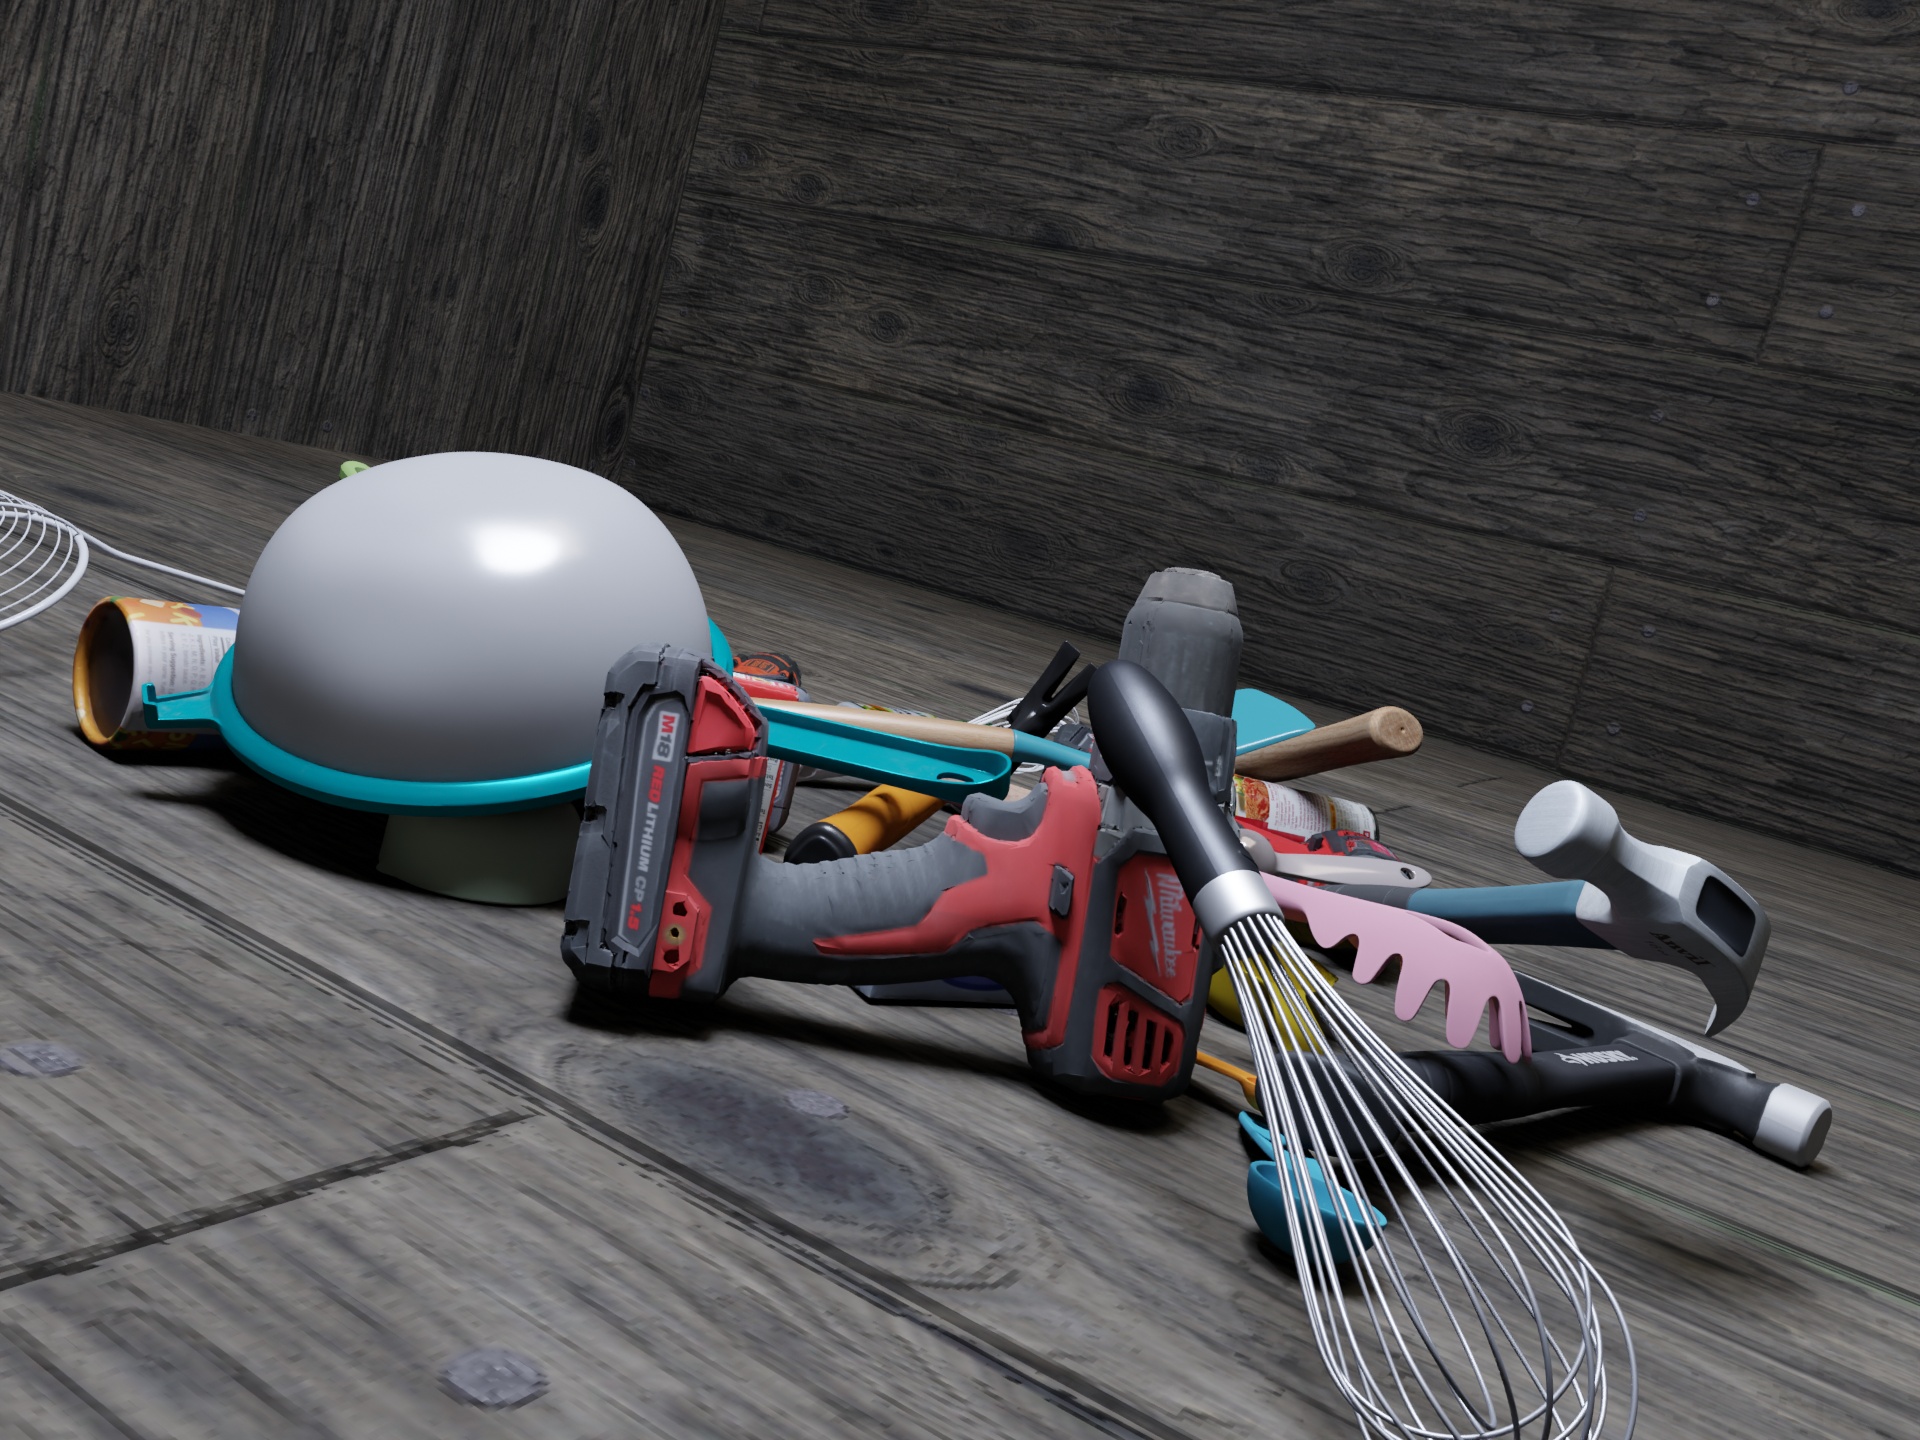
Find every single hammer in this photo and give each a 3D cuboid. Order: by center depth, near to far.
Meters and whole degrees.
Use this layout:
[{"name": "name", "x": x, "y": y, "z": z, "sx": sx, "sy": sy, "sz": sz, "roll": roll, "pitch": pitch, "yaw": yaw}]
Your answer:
[{"name": "hammer", "x": 0.222, "y": 0.143, "z": 0.639, "sx": 0.334, "sy": 0.035, "sz": 0.146, "roll": 10, "pitch": 9, "yaw": -45}, {"name": "hammer", "x": 0.188, "y": 0.081, "z": 0.662, "sx": 0.128, "sy": 0.033, "sz": 0.331, "roll": 32, "pitch": -16, "yaw": -14}, {"name": "hammer", "x": -0.008, "y": 0.031, "z": 0.847, "sx": 0.034, "sy": 0.127, "sz": 0.337, "roll": 44, "pitch": 19, "yaw": 6}, {"name": "hammer", "x": 0.197, "y": 0.031, "z": 1.053, "sx": 0.130, "sy": 0.031, "sz": 0.331, "roll": 15, "pitch": -13, "yaw": -16}]

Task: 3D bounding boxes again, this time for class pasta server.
[{"name": "pasta server", "x": 0.082, "y": 0.064, "z": 0.653, "sx": 0.316, "sy": 0.040, "sz": 0.060, "roll": 18, "pitch": 0, "yaw": 35}]

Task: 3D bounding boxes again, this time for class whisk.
[{"name": "whisk", "x": 0.089, "y": 0.078, "z": 0.434, "sx": 0.070, "sy": 0.070, "sz": 0.285, "roll": 10, "pitch": 37, "yaw": -28}, {"name": "whisk", "x": -0.015, "y": 0.017, "z": 1.032, "sx": 0.246, "sy": 0.057, "sz": 0.059, "roll": -6, "pitch": 42, "yaw": -38}]

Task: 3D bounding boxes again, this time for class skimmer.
[{"name": "skimmer", "x": -0.447, "y": -0.053, "z": 0.891, "sx": 0.127, "sy": 0.090, "sz": 0.363, "roll": 21, "pitch": 0, "yaw": 23}]

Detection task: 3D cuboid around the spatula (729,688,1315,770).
[{"name": "spatula", "x": -0.001, "y": -0.002, "z": 0.720, "sx": 0.317, "sy": 0.044, "sz": 0.082, "roll": 6, "pitch": 13, "yaw": -14}]

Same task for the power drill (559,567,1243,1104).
[{"name": "power drill", "x": -0.010, "y": 0.026, "z": 0.556, "sx": 0.226, "sy": 0.188, "sz": 0.080, "roll": 10, "pitch": -2, "yaw": -6}]

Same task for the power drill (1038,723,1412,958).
[{"name": "power drill", "x": 0.147, "y": 0.075, "z": 0.899, "sx": 0.219, "sy": 0.078, "sz": 0.143, "roll": 18, "pitch": 8, "yaw": 5}]

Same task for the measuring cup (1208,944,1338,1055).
[{"name": "measuring cup", "x": 0.134, "y": 0.133, "z": 0.661, "sx": 0.062, "sy": 0.029, "sz": 0.157, "roll": 15, "pitch": 17, "yaw": -4}]

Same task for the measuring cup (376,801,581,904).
[{"name": "measuring cup", "x": -0.218, "y": 0.030, "z": 0.666, "sx": 0.083, "sy": 0.038, "sz": 0.168, "roll": 7, "pitch": 13, "yaw": -44}]

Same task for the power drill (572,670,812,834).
[{"name": "power drill", "x": -0.162, "y": -0.002, "z": 0.864, "sx": 0.164, "sy": 0.084, "sz": 0.227, "roll": 11, "pitch": 5, "yaw": -28}]

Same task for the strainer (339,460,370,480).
[{"name": "strainer", "x": -0.356, "y": -0.088, "z": 1.022, "sx": 0.151, "sy": 0.069, "sz": 0.257, "roll": 4, "pitch": 28, "yaw": -43}]

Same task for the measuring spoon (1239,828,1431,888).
[{"name": "measuring spoon", "x": 0.191, "y": 0.072, "z": 0.825, "sx": 0.124, "sy": 0.018, "sz": 0.034, "roll": 7, "pitch": 43, "yaw": -14}]

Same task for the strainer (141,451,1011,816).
[{"name": "strainer", "x": -0.140, "y": -0.042, "z": 0.637, "sx": 0.340, "sy": 0.095, "sz": 0.211, "roll": 13, "pitch": 32, "yaw": 15}]

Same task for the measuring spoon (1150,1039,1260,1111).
[{"name": "measuring spoon", "x": 0.078, "y": 0.128, "z": 0.607, "sx": 0.021, "sy": 0.011, "sz": 0.117, "roll": 17, "pitch": -3, "yaw": -42}]

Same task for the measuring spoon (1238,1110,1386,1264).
[{"name": "measuring spoon", "x": 0.104, "y": 0.150, "z": 0.514, "sx": 0.042, "sy": 0.021, "sz": 0.128, "roll": 20, "pitch": -1, "yaw": 2}]
